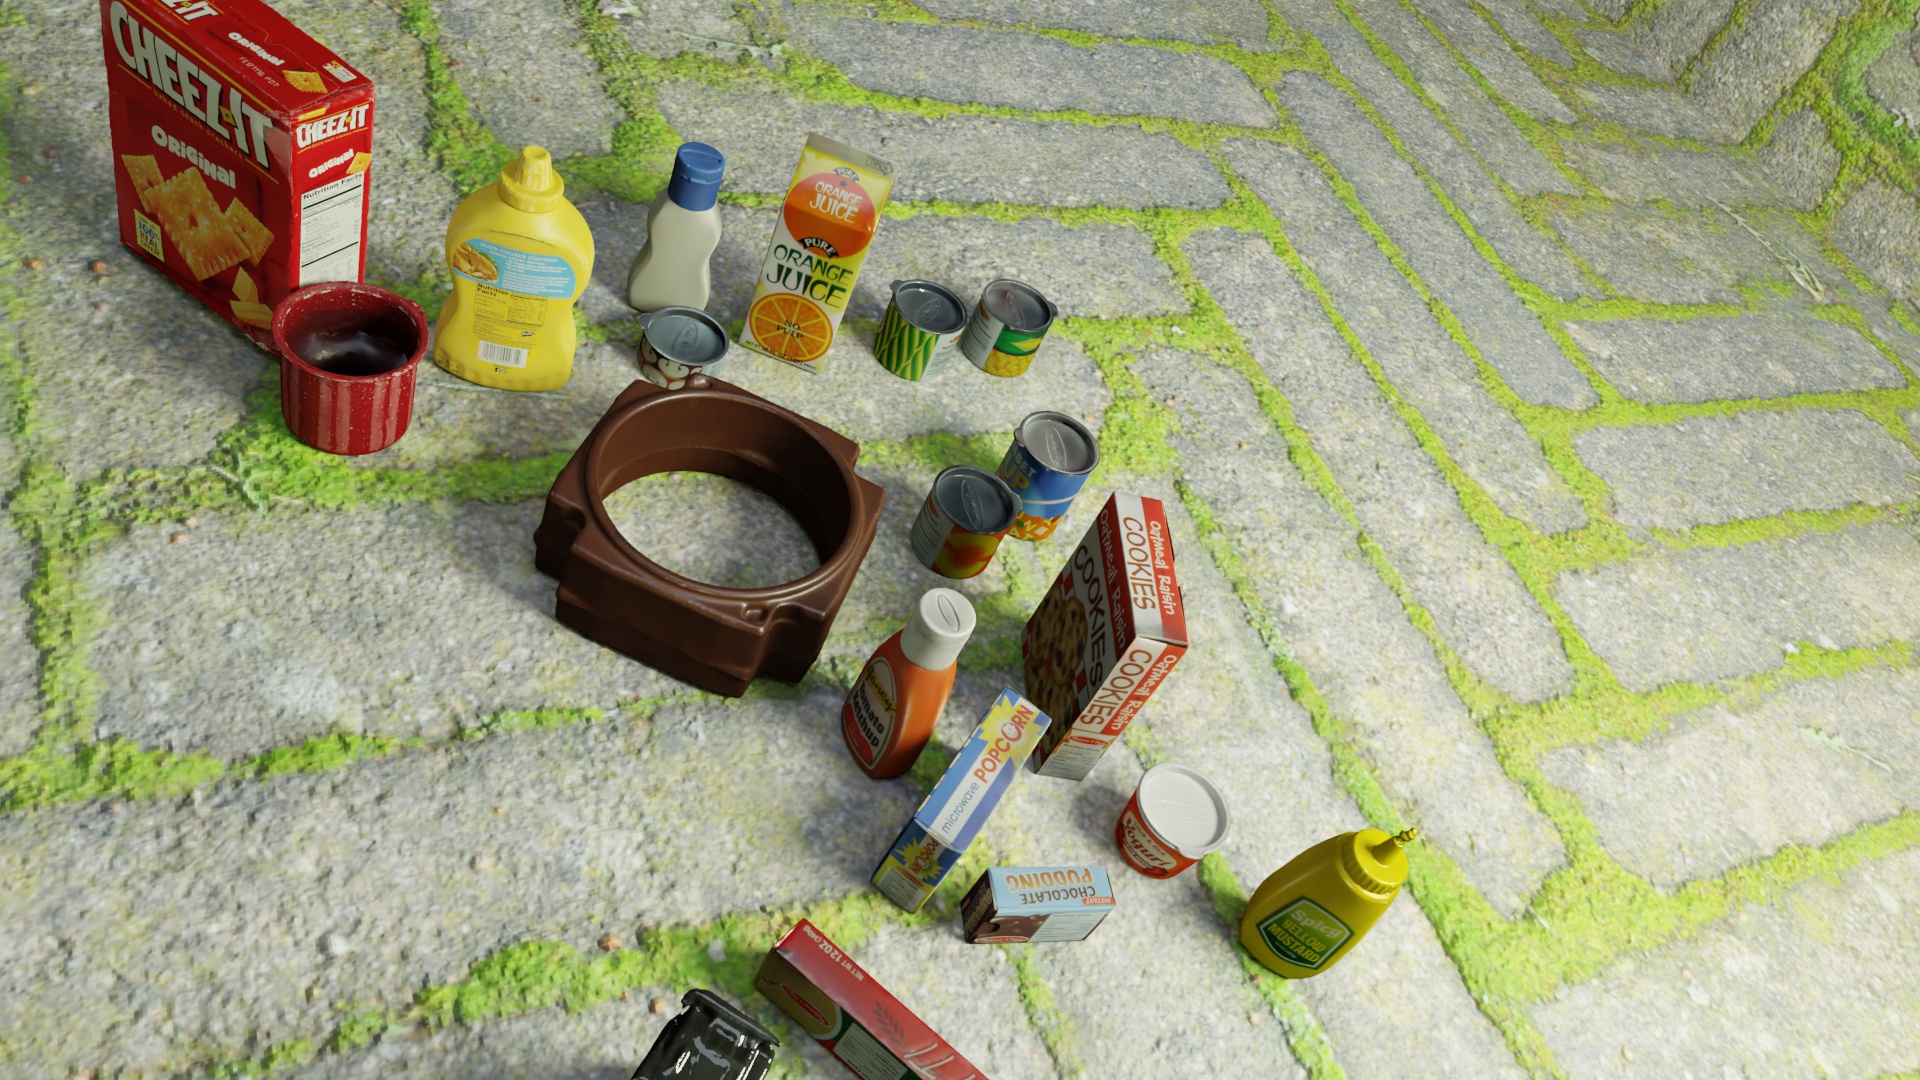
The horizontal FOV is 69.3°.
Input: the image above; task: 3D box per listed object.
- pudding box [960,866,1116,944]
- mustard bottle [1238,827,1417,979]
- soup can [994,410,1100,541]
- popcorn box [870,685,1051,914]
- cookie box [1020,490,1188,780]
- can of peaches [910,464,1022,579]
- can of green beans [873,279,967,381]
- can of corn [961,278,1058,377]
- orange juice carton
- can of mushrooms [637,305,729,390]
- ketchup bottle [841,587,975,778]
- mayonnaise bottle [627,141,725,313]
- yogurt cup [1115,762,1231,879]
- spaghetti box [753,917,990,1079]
[{"bbox_3d":[0.048,0.225,0.858,0.084,0.049,0.030,5,49,-22],"label":"pudding box"},{"bbox_3d":[0.236,0.221,0.875,0.065,0.159,0.049,34,45,6],"label":"mustard bottle"},{"bbox_3d":[0.060,-0.050,1.085,0.071,0.083,0.072,14,47,-15],"label":"soup can"},{"bbox_3d":[0.001,0.161,0.867,0.038,0.084,0.127,35,45,6],"label":"popcorn box"},{"bbox_3d":[0.094,0.066,0.938,0.040,0.166,0.123,12,47,-17],"label":"cookie box"},{"bbox_3d":[0.004,-0.013,1.043,0.071,0.057,0.071,14,47,-15],"label":"can of peaches"},{"bbox_3d":[-0.035,-0.177,1.171,0.071,0.057,0.071,14,47,-15],"label":"can of green beans"},{"bbox_3d":[0.043,-0.185,1.215,0.071,0.058,0.071,14,47,-15],"label":"can of corn"},{"bbox_3d":[-0.110,-0.229,1.085,0.072,0.191,0.073,20,45,-9],"label":"orange juice carton"},{"bbox_3d":[-0.217,-0.149,1.075,0.071,0.033,0.071,14,46,-15],"label":"can of mushrooms"},{"bbox_3d":[-0.032,0.087,0.872,0.044,0.148,0.065,-8,55,-31],"label":"ketchup bottle"},{"bbox_3d":[-0.215,-0.237,1.073,0.065,0.147,0.041,11,47,-17],"label":"mayonnaise bottle"},{"bbox_3d":[0.139,0.190,0.930,0.072,0.053,0.073,14,47,-15],"label":"yogurt cup"},{"bbox_3d":[-0.008,0.306,0.759,0.250,0.050,0.029,38,45,10],"label":"spaghetti box"}]
